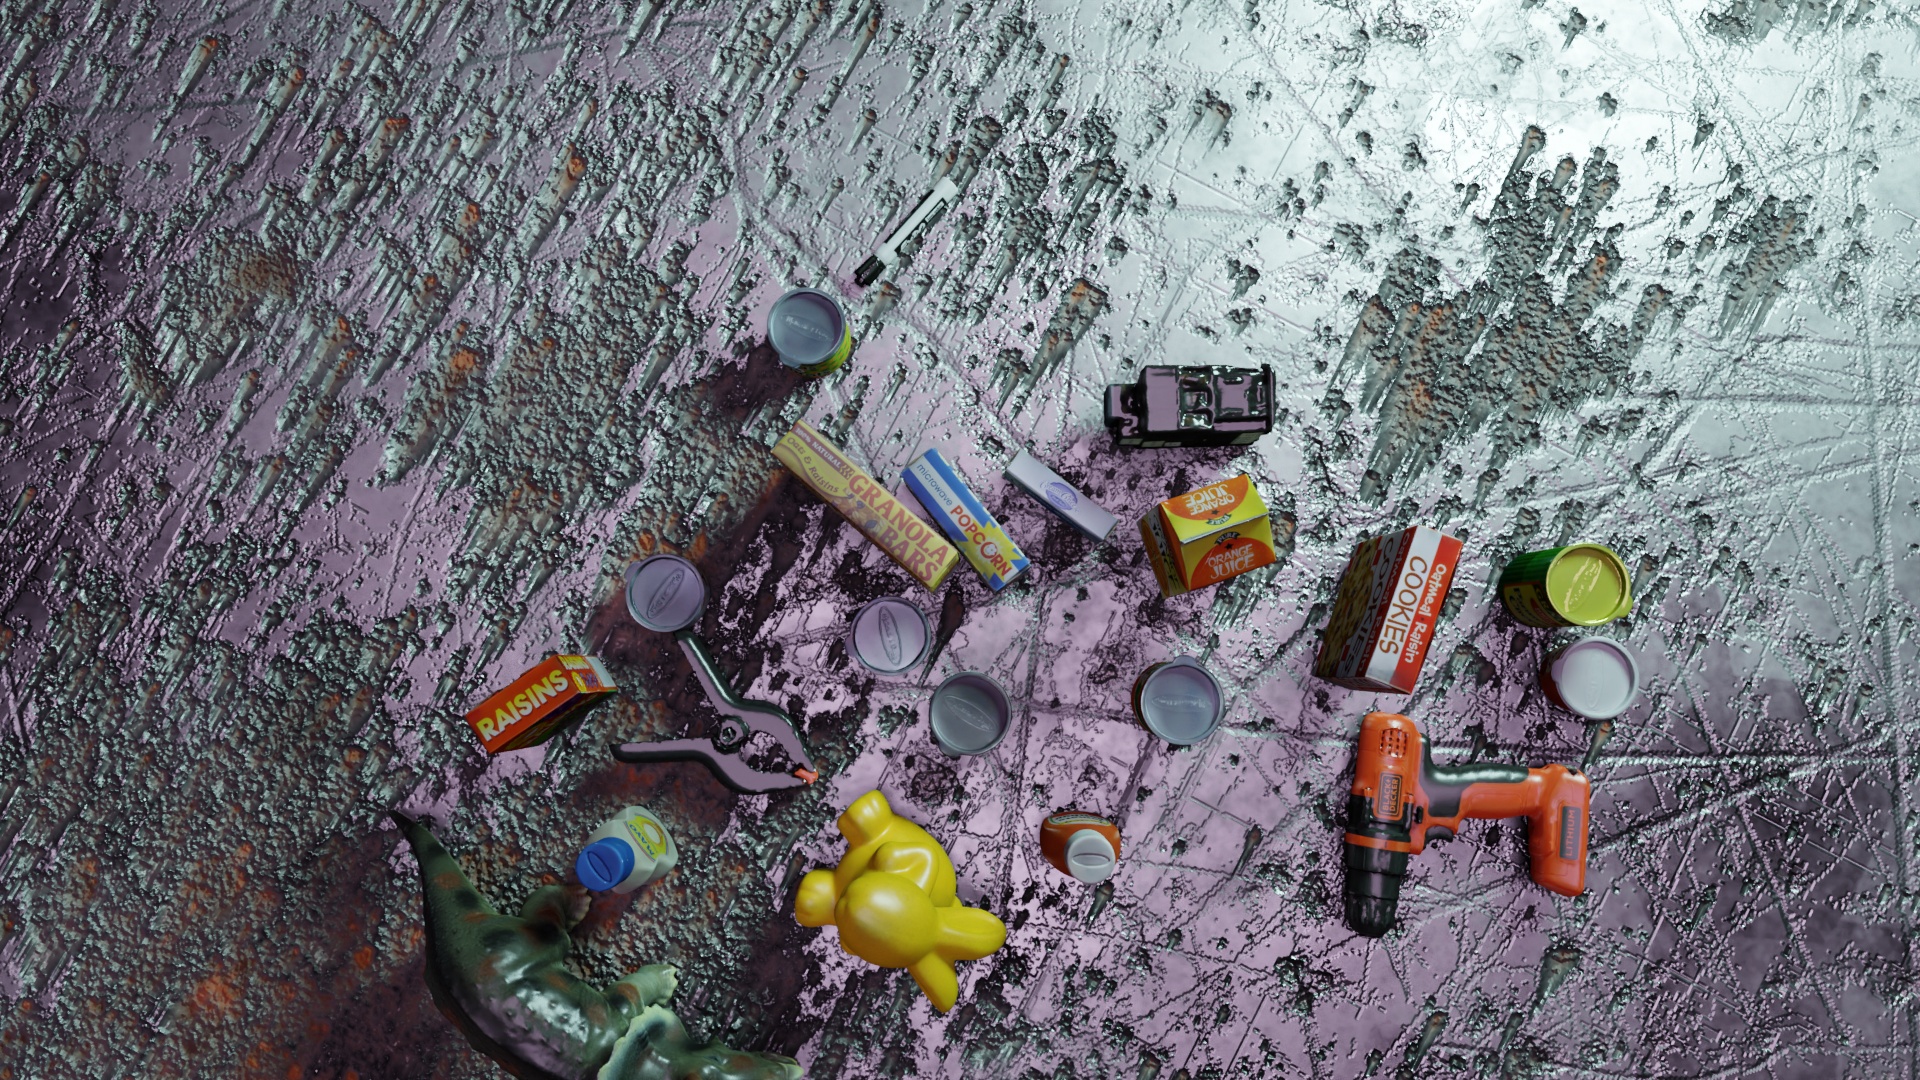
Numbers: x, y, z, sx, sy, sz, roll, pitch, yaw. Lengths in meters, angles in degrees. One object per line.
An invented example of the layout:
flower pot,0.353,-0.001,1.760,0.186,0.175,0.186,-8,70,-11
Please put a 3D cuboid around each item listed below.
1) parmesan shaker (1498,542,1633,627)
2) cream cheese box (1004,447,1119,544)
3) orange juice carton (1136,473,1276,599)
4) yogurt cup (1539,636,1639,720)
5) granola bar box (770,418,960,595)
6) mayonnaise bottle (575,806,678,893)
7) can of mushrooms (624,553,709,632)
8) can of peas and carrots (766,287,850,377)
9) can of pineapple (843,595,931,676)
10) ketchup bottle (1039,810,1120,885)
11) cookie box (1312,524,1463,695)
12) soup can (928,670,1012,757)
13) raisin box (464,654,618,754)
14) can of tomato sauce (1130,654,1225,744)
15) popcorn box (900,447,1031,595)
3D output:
parmesan shaker,0.494,0.040,1.137,0.071,0.103,0.071,0,85,0
cream cheese box,0.084,-0.036,1.171,0.104,0.053,0.024,37,86,4
orange juice carton,0.194,-0.002,1.097,0.072,0.192,0.073,-18,85,-1
yogurt cup,0.518,0.114,1.154,0.072,0.054,0.072,0,85,0
granola bar box,-0.073,-0.025,1.135,0.165,0.124,0.039,40,86,4
mayonnaise bottle,-0.265,0.248,1.097,0.041,0.148,0.065,-38,86,-3
can of mushrooms,-0.249,0.043,1.175,0.071,0.033,0.071,0,84,0
can of peas and carrots,-0.129,-0.174,1.183,0.071,0.058,0.071,0,85,0
can of pineapple,-0.059,0.080,1.158,0.071,0.058,0.071,0,85,0
ketchup bottle,0.097,0.243,1.095,0.065,0.148,0.043,1,85,1
cookie box,0.336,0.058,1.103,0.040,0.167,0.123,20,85,2
soup can,0.006,0.142,1.139,0.071,0.083,0.071,0,85,0
raisin box,-0.335,0.130,1.122,0.086,0.123,0.040,-34,86,-3
can of tomato sauce,0.176,0.130,1.139,0.071,0.083,0.071,0,85,0
popcorn box,0.004,-0.014,1.153,0.038,0.085,0.127,-39,86,-3
